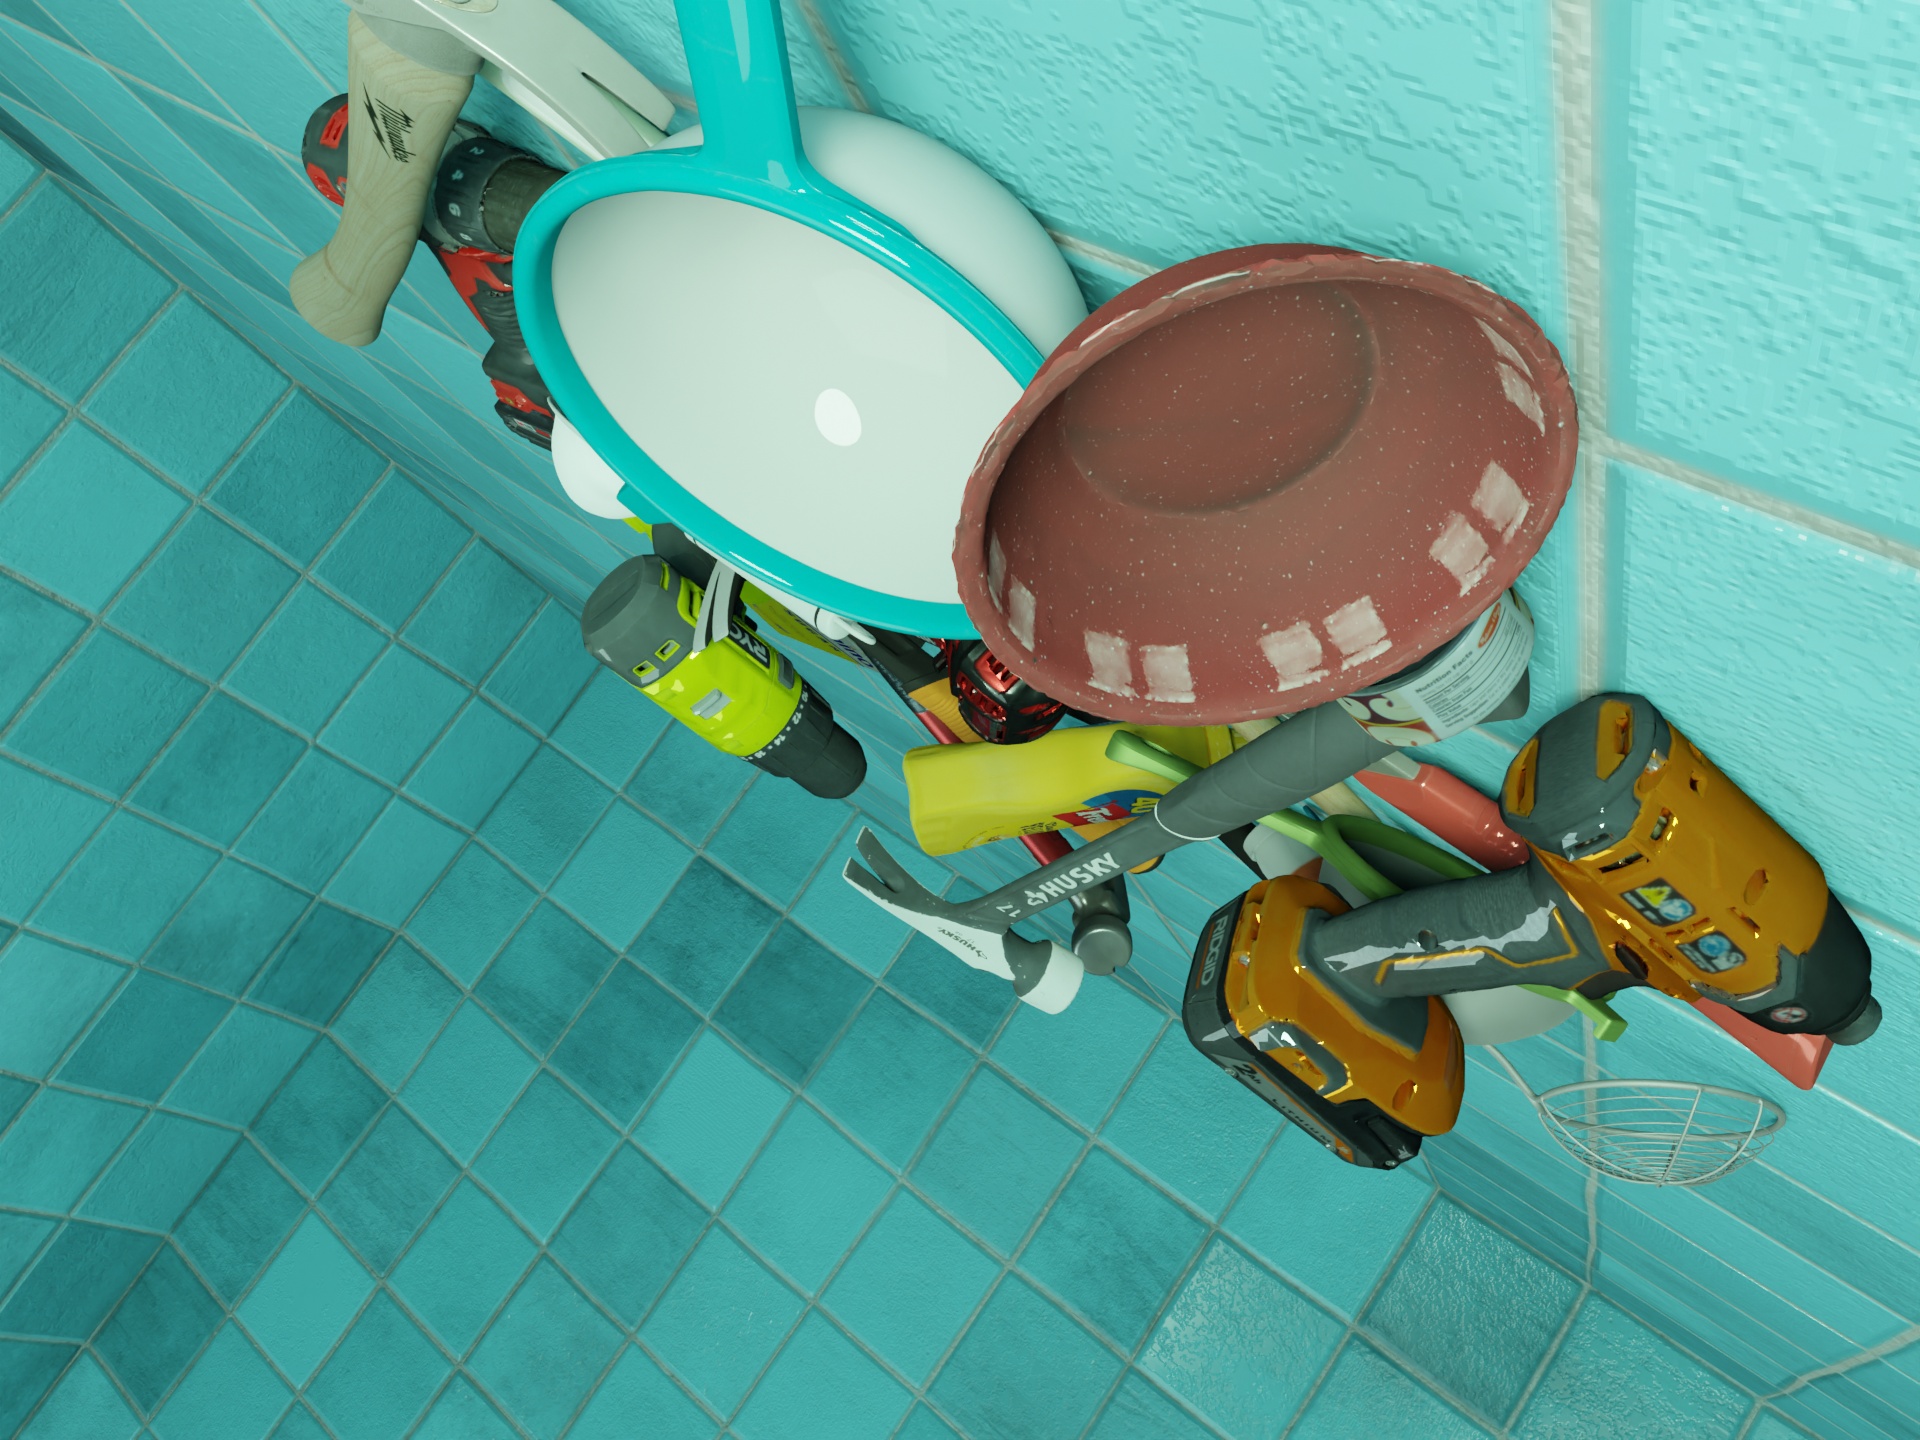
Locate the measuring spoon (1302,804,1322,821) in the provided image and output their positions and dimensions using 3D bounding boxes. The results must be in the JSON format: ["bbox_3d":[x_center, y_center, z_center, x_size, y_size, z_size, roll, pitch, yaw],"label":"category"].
[{"bbox_3d":[0.245,0.094,0.913,0.129,0.021,0.042,51,-168,9],"label":"measuring spoon"}]

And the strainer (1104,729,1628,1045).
[{"bbox_3d":[0.176,0.087,0.752,0.256,0.069,0.151,26,-166,5],"label":"strainer"}]

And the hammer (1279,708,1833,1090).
[{"bbox_3d":[0.216,0.044,0.696,0.359,0.037,0.149,34,164,5],"label":"hammer"}]

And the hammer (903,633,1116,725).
[{"bbox_3d":[0.019,-0.041,1.032,0.335,0.035,0.146,27,167,43],"label":"hammer"}]

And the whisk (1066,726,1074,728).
[{"bbox_3d":[0.112,0.030,1.049,0.051,0.047,0.245,26,171,-20],"label":"whisk"}]

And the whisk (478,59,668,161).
[{"bbox_3d":[-0.196,-0.271,0.602,0.246,0.057,0.059,34,-153,-18],"label":"whisk"}]

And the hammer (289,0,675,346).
[{"bbox_3d":[-0.243,-0.225,0.696,0.146,0.038,0.411,29,166,-21],"label":"hammer"}]

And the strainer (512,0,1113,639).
[{"bbox_3d":[-0.037,-0.158,0.475,0.211,0.095,0.340,20,153,15],"label":"strainer"}]

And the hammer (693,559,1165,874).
[{"bbox_3d":[-0.001,-0.003,0.918,0.336,0.127,0.034,38,141,-25],"label":"hammer"}]

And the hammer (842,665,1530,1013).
[{"bbox_3d":[0.085,0.044,0.696,0.149,0.036,0.409,31,147,-15],"label":"hammer"}]

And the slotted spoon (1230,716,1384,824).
[{"bbox_3d":[0.196,0.041,0.828,0.313,0.031,0.070,40,179,-20],"label":"slotted spoon"}]

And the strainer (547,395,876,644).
[{"bbox_3d":[-0.129,-0.095,0.757,0.259,0.050,0.086,35,-176,33],"label":"strainer"}]

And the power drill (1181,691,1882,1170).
[{"bbox_3d":[0.214,0.096,0.604,0.164,0.084,0.226,38,136,-15],"label":"power drill"}]

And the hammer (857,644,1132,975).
[{"bbox_3d":[-0.015,-0.013,0.993,0.386,0.038,0.143,51,-164,-19],"label":"hammer"}]

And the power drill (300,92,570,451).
[{"bbox_3d":[-0.222,-0.225,0.844,0.188,0.080,0.226,25,163,28],"label":"power drill"}]

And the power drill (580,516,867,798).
[{"bbox_3d":[-0.134,-0.067,0.954,0.190,0.080,0.229,40,-155,-34],"label":"power drill"}]

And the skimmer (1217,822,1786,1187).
[{"bbox_3d":[0.307,0.147,0.960,0.364,0.090,0.127,42,172,31],"label":"skimmer"}]

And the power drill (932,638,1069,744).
[{"bbox_3d":[-0.030,-0.075,0.780,0.220,0.078,0.143,44,172,8],"label":"power drill"}]
